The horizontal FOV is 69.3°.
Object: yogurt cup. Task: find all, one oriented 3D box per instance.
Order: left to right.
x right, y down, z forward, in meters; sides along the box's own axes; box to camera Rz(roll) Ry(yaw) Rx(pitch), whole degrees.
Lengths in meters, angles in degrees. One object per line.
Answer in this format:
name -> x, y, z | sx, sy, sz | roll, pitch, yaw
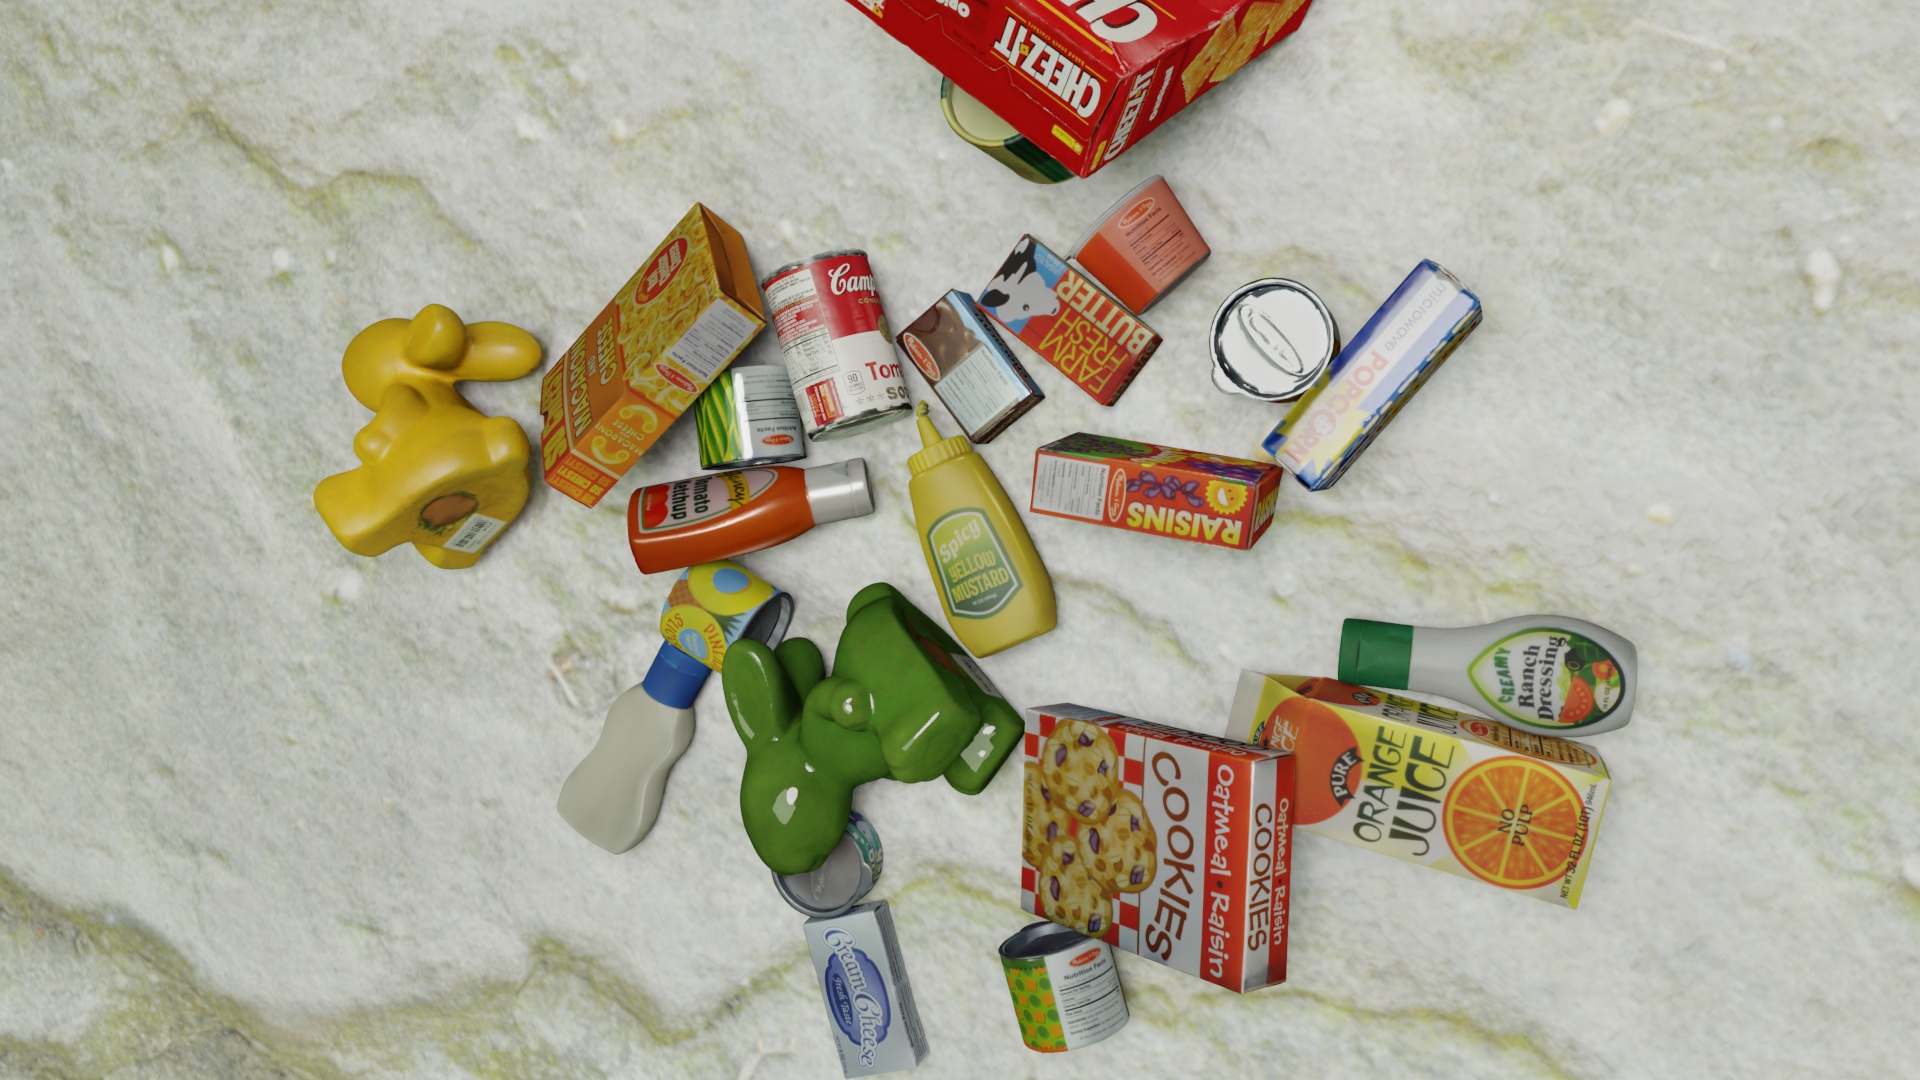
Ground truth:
yogurt cup -> 0.104, -0.165, 0.786 | 0.072, 0.072, 0.054 | -41, 88, 17

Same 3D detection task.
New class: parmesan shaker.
parmesan shaker -> 0.039, -0.242, 0.782 | 0.071, 0.103, 0.071 | 1, 94, 19

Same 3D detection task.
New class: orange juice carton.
orange juice carton -> 0.237, 0.126, 0.749 | 0.193, 0.073, 0.071 | 14, 98, 19

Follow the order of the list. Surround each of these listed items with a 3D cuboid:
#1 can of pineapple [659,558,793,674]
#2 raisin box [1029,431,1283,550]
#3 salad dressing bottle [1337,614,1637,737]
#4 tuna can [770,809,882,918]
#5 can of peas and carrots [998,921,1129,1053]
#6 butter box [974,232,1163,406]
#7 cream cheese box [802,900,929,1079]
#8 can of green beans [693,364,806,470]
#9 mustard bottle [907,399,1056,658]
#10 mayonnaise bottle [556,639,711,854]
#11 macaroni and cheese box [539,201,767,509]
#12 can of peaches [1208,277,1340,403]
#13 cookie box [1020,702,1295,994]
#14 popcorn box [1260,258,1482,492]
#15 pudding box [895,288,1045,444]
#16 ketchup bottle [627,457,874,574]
can of pineapple -> -0.150, 0.050, 0.882 | 0.058, 0.071, 0.071 | 28, 102, 17
raisin box -> 0.111, -0.030, 0.778 | 0.123, 0.086, 0.040 | 11, 103, 19
salad dressing bottle -> 0.280, 0.068, 0.746 | 0.147, 0.044, 0.064 | 6, 94, 19
tuna can -> -0.083, 0.204, 0.886 | 0.071, 0.033, 0.071 | 1, 93, 19
can of peas and carrots -> 0.060, 0.262, 0.824 | 0.071, 0.071, 0.058 | -16, 89, 20
butter box -> 0.064, -0.130, 0.821 | 0.103, 0.024, 0.053 | 41, 104, 13
cream cheese box -> -0.060, 0.287, 0.888 | 0.053, 0.024, 0.104 | -17, 88, 18
can of green beans -> -0.133, -0.077, 0.871 | 0.071, 0.071, 0.058 | -7, 90, 20
mustard bottle -> 0.003, -0.010, 0.836 | 0.065, 0.049, 0.160 | -25, 85, 17
mayonnaise bottle -> -0.211, 0.133, 0.924 | 0.065, 0.041, 0.147 | 32, 102, 13
macaroni and cheese box -> -0.198, -0.118, 0.869 | 0.166, 0.040, 0.124 | -43, 37, 16
can of peaches -> 0.173, -0.108, 0.767 | 0.071, 0.058, 0.071 | 1, 94, 19
cookie box -> 0.106, 0.165, 0.777 | 0.167, 0.040, 0.123 | 6, 95, 48
popcorn box -> 0.220, -0.085, 0.737 | 0.038, 0.085, 0.126 | 43, 106, 13
pudding box -> 0.006, -0.105, 0.840 | 0.049, 0.030, 0.084 | -39, 80, 18
ketchup bottle -> -0.129, -0.019, 0.865 | 0.149, 0.065, 0.043 | -11, 128, 0
